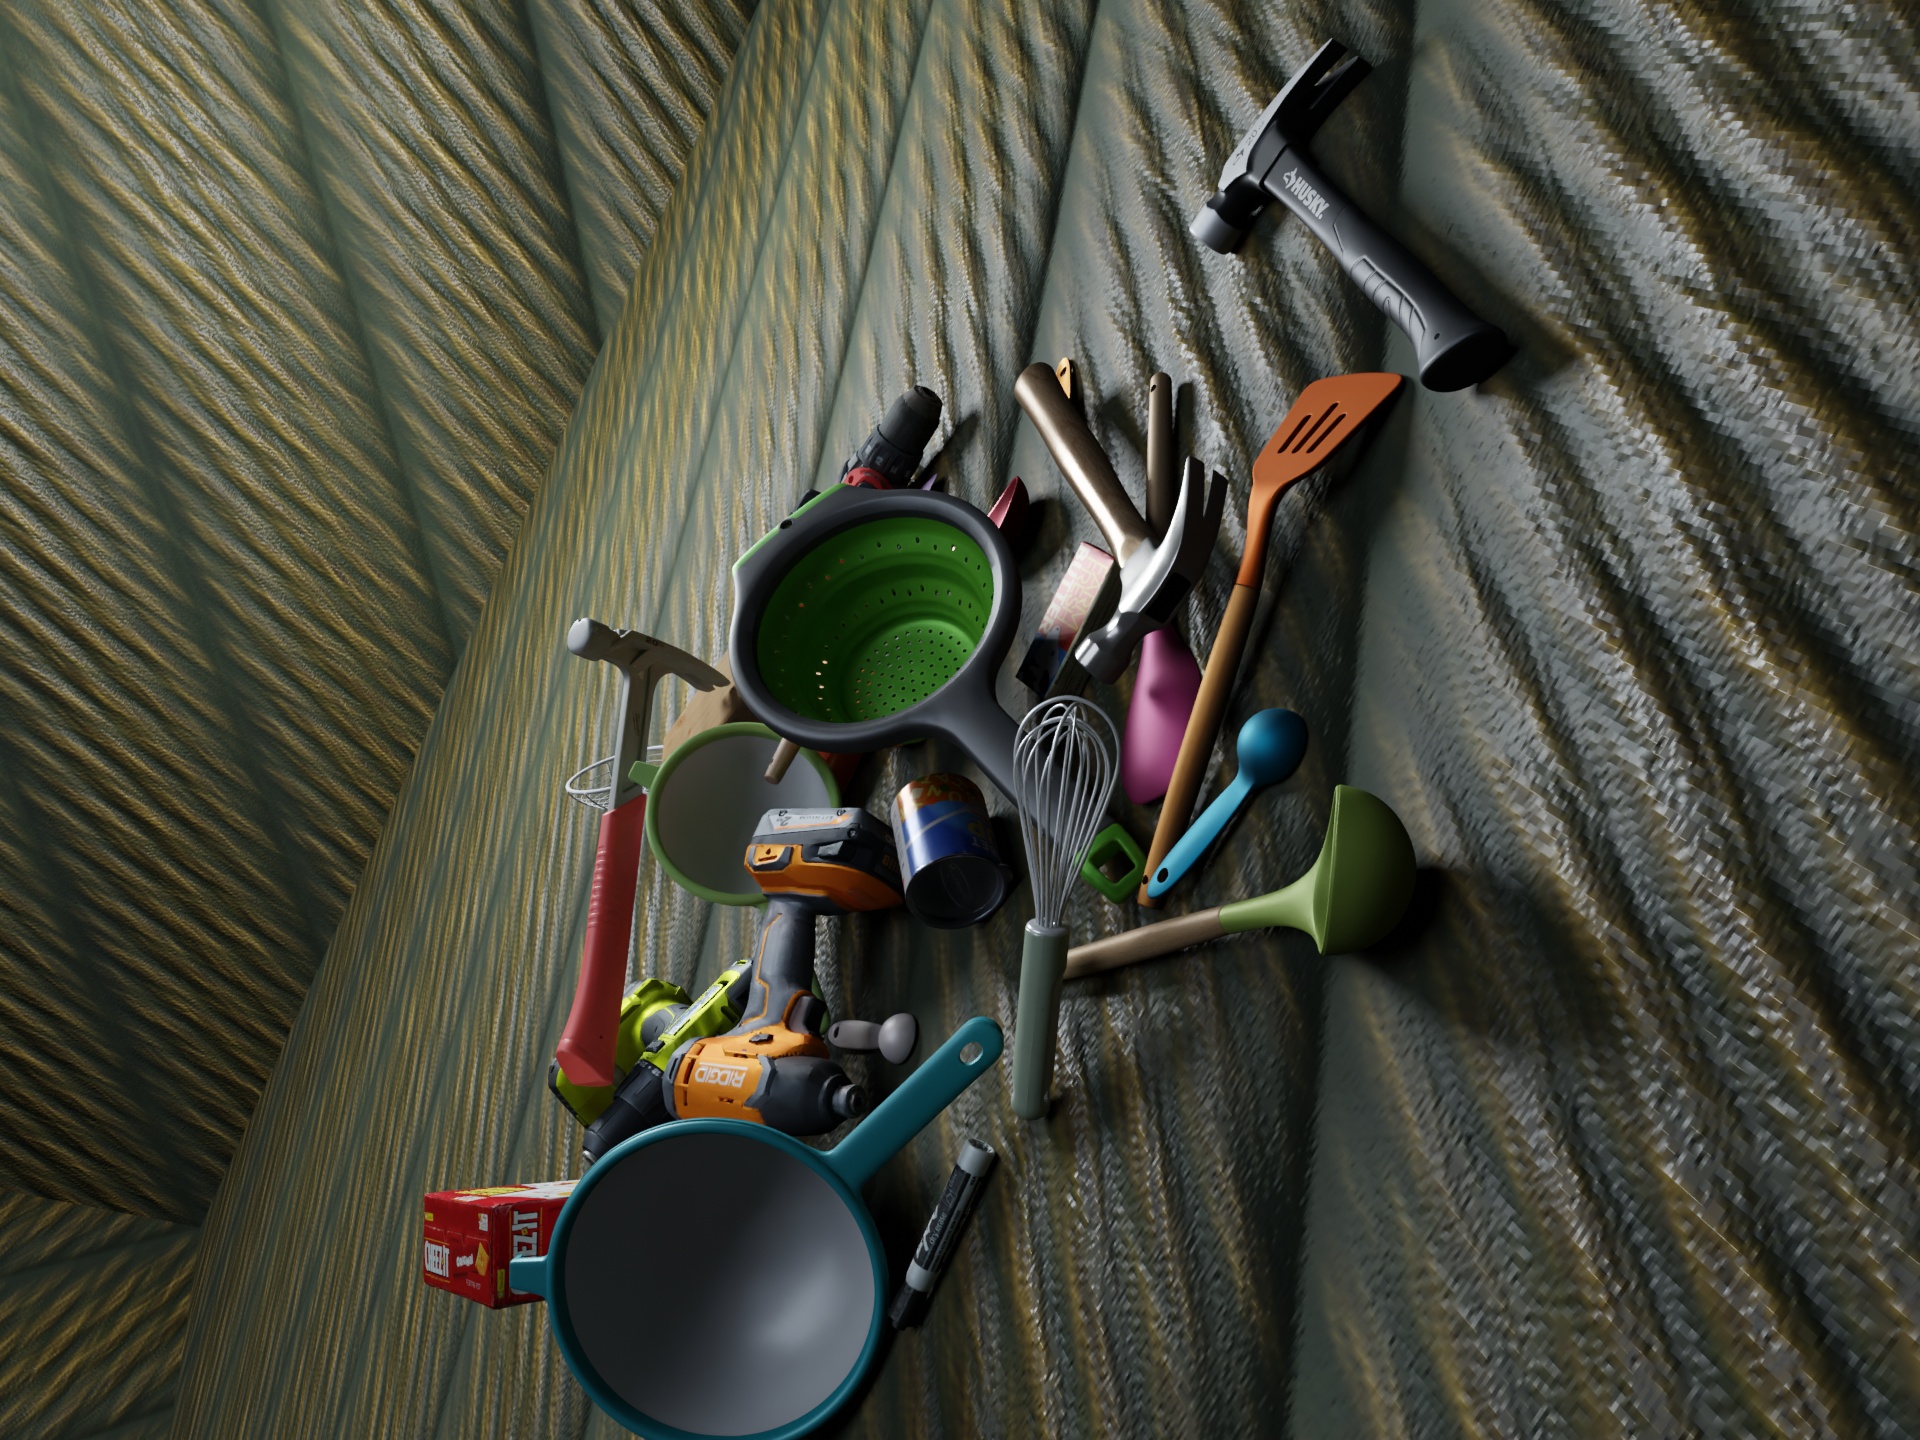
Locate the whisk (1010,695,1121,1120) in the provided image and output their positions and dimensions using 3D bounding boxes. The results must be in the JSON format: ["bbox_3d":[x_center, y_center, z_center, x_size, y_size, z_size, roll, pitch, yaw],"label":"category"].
[{"bbox_3d":[0.050,0.107,0.879,0.058,0.059,0.246,-37,-46,-72],"label":"whisk"}]

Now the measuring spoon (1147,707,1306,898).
[{"bbox_3d":[0.135,0.044,0.848,0.128,0.021,0.042,-53,31,15],"label":"measuring spoon"}]

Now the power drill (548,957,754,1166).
[{"bbox_3d":[-0.245,0.274,1.260,0.190,0.080,0.228,-45,13,-28],"label":"power drill"}]

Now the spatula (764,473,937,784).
[{"bbox_3d":[-0.087,-0.078,1.291,0.059,0.018,0.316,-36,25,57],"label":"spatula"}]

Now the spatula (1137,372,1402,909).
[{"bbox_3d":[0.160,-0.048,0.887,0.081,0.041,0.322,18,90,62],"label":"spatula"}]

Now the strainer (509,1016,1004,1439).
[{"bbox_3d":[-0.099,0.297,0.997,0.340,0.211,0.095,-44,0,5],"label":"strainer"}]

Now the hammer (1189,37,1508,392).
[{"bbox_3d":[0.230,-0.283,0.919,0.146,0.035,0.335,-54,30,26],"label":"hammer"}]

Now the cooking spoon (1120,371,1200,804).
[{"bbox_3d":[0.123,-0.093,0.992,0.068,0.017,0.319,-32,44,46],"label":"cooking spoon"}]

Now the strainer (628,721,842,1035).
[{"bbox_3d":[-0.150,0.128,1.231,0.069,0.151,0.257,104,147,-67],"label":"strainer"}]

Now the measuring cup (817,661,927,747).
[{"bbox_3d":[-0.097,-0.021,1.182,0.095,0.173,0.052,19,91,39],"label":"measuring cup"}]

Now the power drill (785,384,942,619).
[{"bbox_3d":[-0.087,-0.176,1.325,0.188,0.080,0.227,-54,8,27],"label":"power drill"}]

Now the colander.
[{"bbox_3d":[-0.002,-0.003,1.038,0.204,0.094,0.398,-39,53,-6],"label":"colander"}]

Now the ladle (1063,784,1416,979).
[{"bbox_3d":[0.113,0.104,0.822,0.320,0.062,0.078,-29,44,55],"label":"ladle"}]

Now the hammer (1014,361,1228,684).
[{"bbox_3d":[0.088,-0.161,1.043,0.130,0.031,0.332,-51,30,21],"label":"hammer"}]

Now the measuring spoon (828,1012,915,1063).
[{"bbox_3d":[-0.068,0.219,1.108,0.124,0.018,0.034,-15,58,58],"label":"measuring spoon"}]

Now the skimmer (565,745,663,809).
[{"bbox_3d":[-0.273,-0.037,1.603,0.363,0.090,0.127,-51,0,26],"label":"skimmer"}]

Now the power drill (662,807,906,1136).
[{"bbox_3d":[-0.104,0.177,1.099,0.164,0.084,0.227,-3,60,40],"label":"power drill"}]

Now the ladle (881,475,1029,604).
[{"bbox_3d":[-0.028,-0.123,1.286,0.315,0.031,0.069,-22,42,57],"label":"ladle"}]

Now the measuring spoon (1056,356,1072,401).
[{"bbox_3d":[0.080,-0.233,1.191,0.021,0.011,0.117,-44,31,40],"label":"measuring spoon"}]

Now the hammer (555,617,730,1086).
[{"bbox_3d":[-0.259,0.104,1.243,0.037,0.149,0.359,-16,61,37],"label":"hammer"}]
